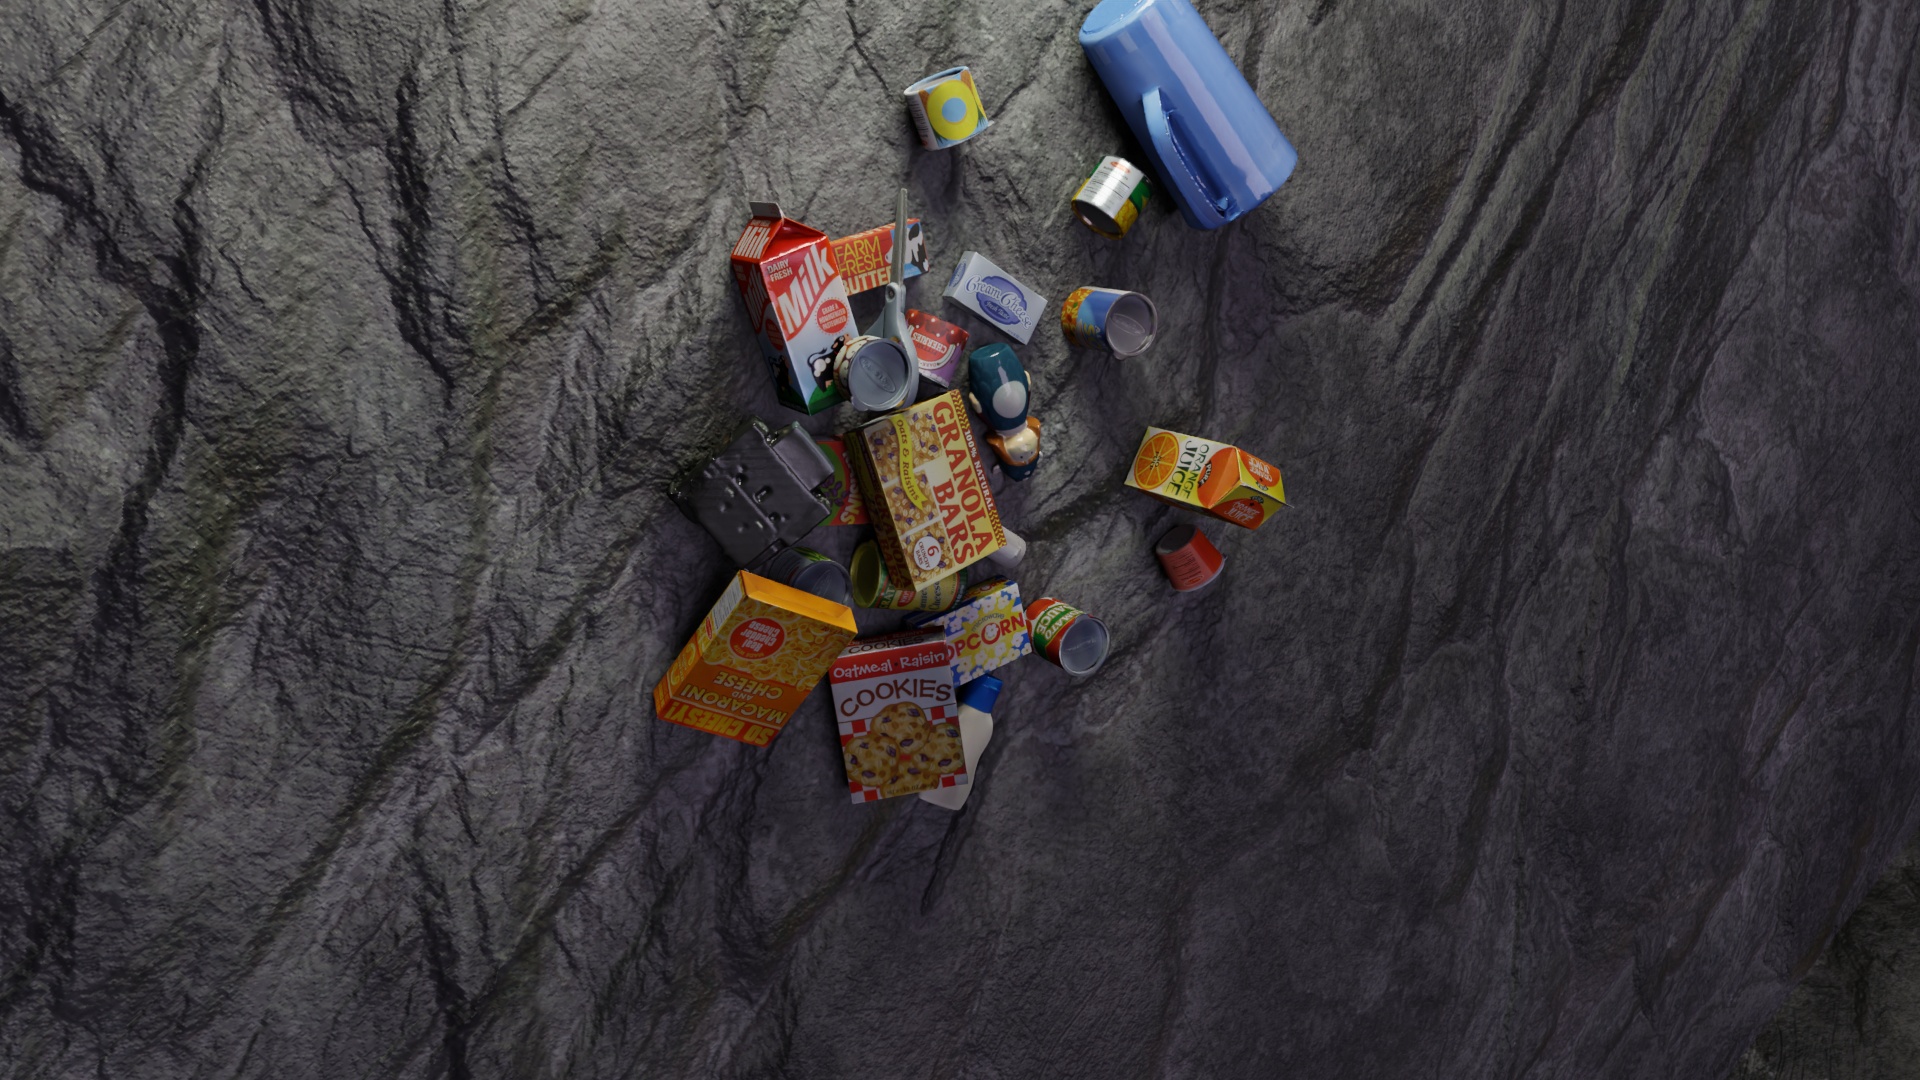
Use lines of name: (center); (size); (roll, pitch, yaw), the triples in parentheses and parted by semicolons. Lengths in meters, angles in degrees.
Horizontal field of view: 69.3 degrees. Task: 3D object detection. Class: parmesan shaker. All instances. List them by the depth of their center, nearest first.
parmesan shaker: (-0.051, 0.035, 1.401); (0.103, 0.071, 0.071); (5, 101, -32)

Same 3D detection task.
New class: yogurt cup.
yogurt cup: (0.259, 0.018, 1.586); (0.072, 0.072, 0.054); (-42, 112, -15)

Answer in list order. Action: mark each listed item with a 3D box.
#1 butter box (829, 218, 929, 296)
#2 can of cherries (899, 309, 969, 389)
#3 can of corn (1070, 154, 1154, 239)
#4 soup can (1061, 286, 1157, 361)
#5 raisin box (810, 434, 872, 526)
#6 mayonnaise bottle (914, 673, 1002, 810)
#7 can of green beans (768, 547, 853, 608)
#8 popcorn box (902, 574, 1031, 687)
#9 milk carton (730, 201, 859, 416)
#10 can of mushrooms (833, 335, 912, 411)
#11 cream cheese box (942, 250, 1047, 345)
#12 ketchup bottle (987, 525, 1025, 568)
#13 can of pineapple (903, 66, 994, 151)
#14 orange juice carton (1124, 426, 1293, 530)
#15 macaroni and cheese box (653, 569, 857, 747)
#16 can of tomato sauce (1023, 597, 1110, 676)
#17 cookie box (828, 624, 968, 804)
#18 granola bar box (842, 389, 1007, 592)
butter box: (-0.082, -0.270, 1.328); (0.104, 0.024, 0.053); (-22, 114, -25)
can of cherries: (-0.032, -0.187, 1.353); (0.071, 0.071, 0.058); (23, 91, -33)
can of corn: (0.156, -0.351, 1.427); (0.071, 0.071, 0.058); (39, 83, -32)
soup can: (0.153, -0.226, 1.445); (0.071, 0.084, 0.071); (-8, 107, -29)
raisin box: (-0.114, -0.060, 1.356); (0.124, 0.040, 0.086); (-4, 104, -31)
mayonnaise bottle: (0.001, 0.213, 1.495); (0.065, 0.041, 0.148); (24, 89, -30)
can of green beans: (-0.147, 0.044, 1.352); (0.071, 0.058, 0.071); (-8, 107, -29)
popcorn box: (0.008, 0.100, 1.470); (0.127, 0.038, 0.085); (-23, 112, -24)
milk carton: (-0.150, -0.218, 1.273); (0.074, 0.072, 0.189); (-27, 115, -23)
can of mushrooms: (-0.082, -0.151, 1.268); (0.071, 0.033, 0.070); (-10, 108, -31)
cream cheese box: (0.035, -0.245, 1.406); (0.104, 0.024, 0.053); (27, 87, -33)
ketchup bottle: (0.005, -0.018, 1.435); (0.148, 0.043, 0.065); (32, 79, -33)
can of pineapple: (-0.012, -0.408, 1.309); (0.071, 0.071, 0.057); (-33, 117, -20)
orange juice carton: (0.270, -0.064, 1.493); (0.072, 0.193, 0.073); (23, 90, -32)
macaroni and cheese box: (-0.195, 0.115, 1.311); (0.124, 0.040, 0.165); (22, 119, -33)
can of tomato sauce: (0.111, 0.102, 1.506); (0.071, 0.083, 0.071); (-8, 107, -29)
cookie box: (-0.065, 0.178, 1.422); (0.123, 0.040, 0.166); (-9, 109, -3)
granola bar box: (-0.033, -0.049, 1.351); (0.125, 0.039, 0.165); (-27, 106, -35)
